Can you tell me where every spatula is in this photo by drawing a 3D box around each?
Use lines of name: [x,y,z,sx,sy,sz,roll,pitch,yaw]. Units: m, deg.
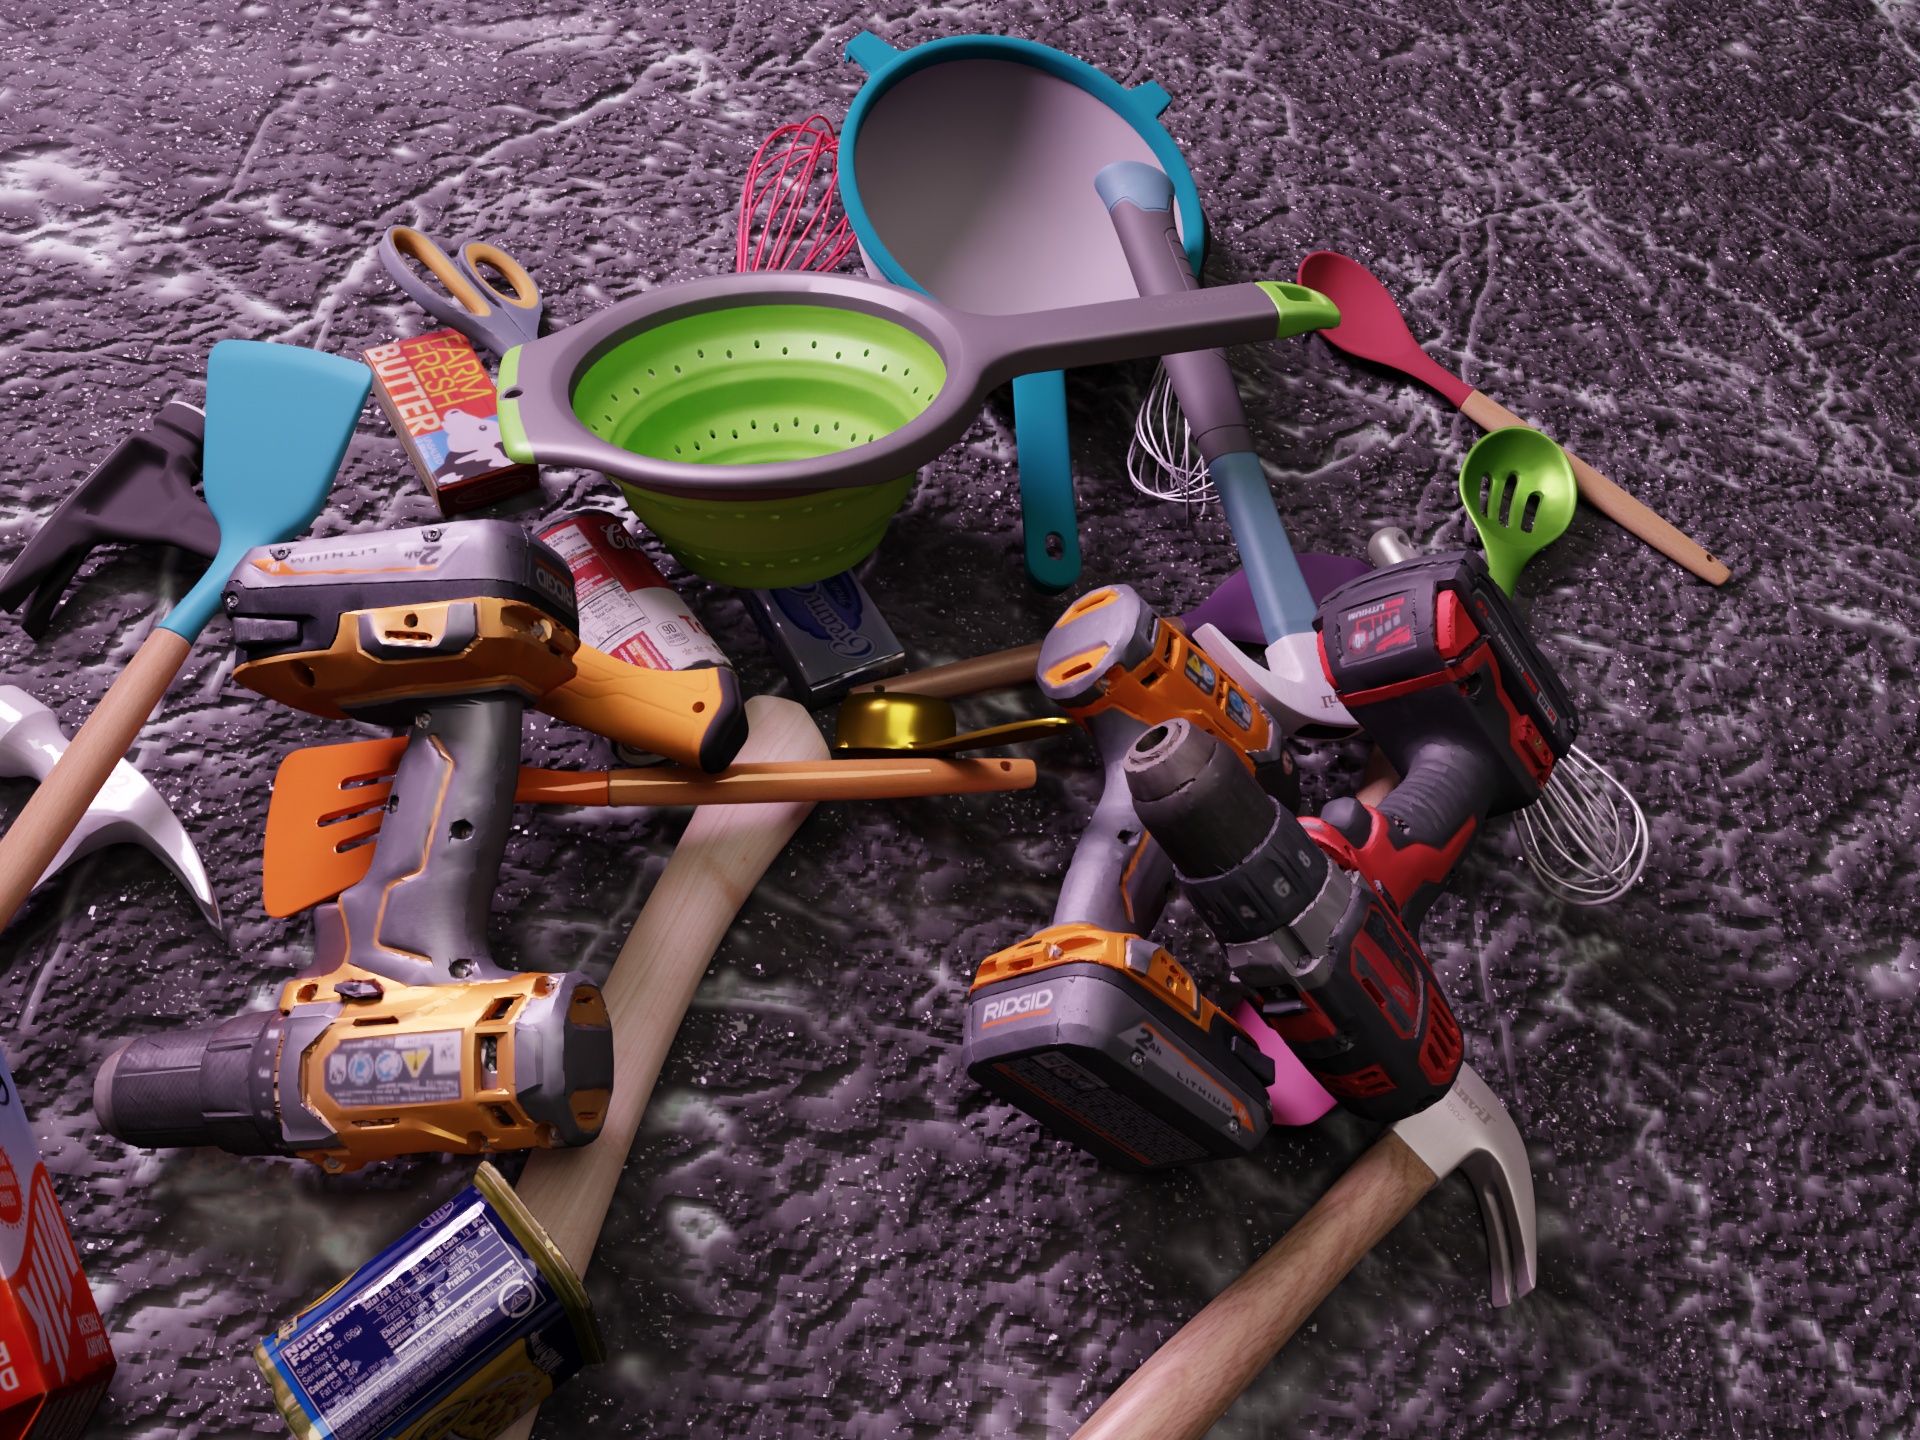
spatula: [0.089,-0.043,0.818,0.316,0.018,0.060,-14,58,-23]
spatula: [-0.331,-0.018,0.625,0.082,0.044,0.318,13,61,14]
spatula: [-0.125,0.033,0.676,0.322,0.041,0.081,-1,54,-14]

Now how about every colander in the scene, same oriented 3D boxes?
colander: [-0.011,-0.141,0.761,0.397,0.094,0.205,-10,40,-10]

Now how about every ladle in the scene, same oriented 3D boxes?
ladle: [0.329,-0.181,0.963,0.315,0.031,0.069,40,59,12]

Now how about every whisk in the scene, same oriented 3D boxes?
whisk: [0.265,-0.012,0.795,0.057,0.059,0.247,17,39,-38]
whisk: [0.133,-0.221,0.932,0.070,0.070,0.285,11,49,-5]
whisk: [-0.112,-0.228,0.875,0.073,0.073,0.296,18,59,-1]

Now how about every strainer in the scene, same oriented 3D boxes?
strainer: [0.028,-0.215,0.887,0.211,0.095,0.341,3,70,-17]

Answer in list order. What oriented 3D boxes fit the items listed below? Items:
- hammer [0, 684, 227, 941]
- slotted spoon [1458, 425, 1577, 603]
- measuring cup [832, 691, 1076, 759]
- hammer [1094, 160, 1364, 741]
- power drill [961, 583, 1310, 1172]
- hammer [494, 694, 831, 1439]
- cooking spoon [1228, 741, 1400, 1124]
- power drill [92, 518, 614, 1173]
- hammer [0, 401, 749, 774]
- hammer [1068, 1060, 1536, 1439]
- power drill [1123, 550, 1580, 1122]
hammer: [-0.442,0.156,0.548,0.144,0.035,0.406,31,55,9]
slotted spoon: [0.284,-0.043,0.859,0.070,0.031,0.314,22,56,2]
measuring cup: [-0.001,-0.002,0.691,0.062,0.156,0.029,8,80,-35]
hammer: [0.136,-0.144,0.812,0.128,0.033,0.331,-8,71,-26]
power drill: [0.091,0.071,0.686,0.164,0.084,0.227,38,48,-29]
hammer: [-0.150,0.150,0.620,0.146,0.038,0.411,19,54,2]
cooking spoon: [0.189,0.060,0.757,0.069,0.017,0.319,1,41,31]
power drill: [-0.226,0.051,0.589,0.185,0.084,0.226,-6,78,7]
hammer: [-0.246,-0.042,0.682,0.337,0.034,0.127,20,60,15]
hammer: [0.107,0.243,0.619,0.331,0.031,0.130,-33,68,-29]
power drill: [0.163,0.024,0.658,0.187,0.080,0.227,51,50,-19]
